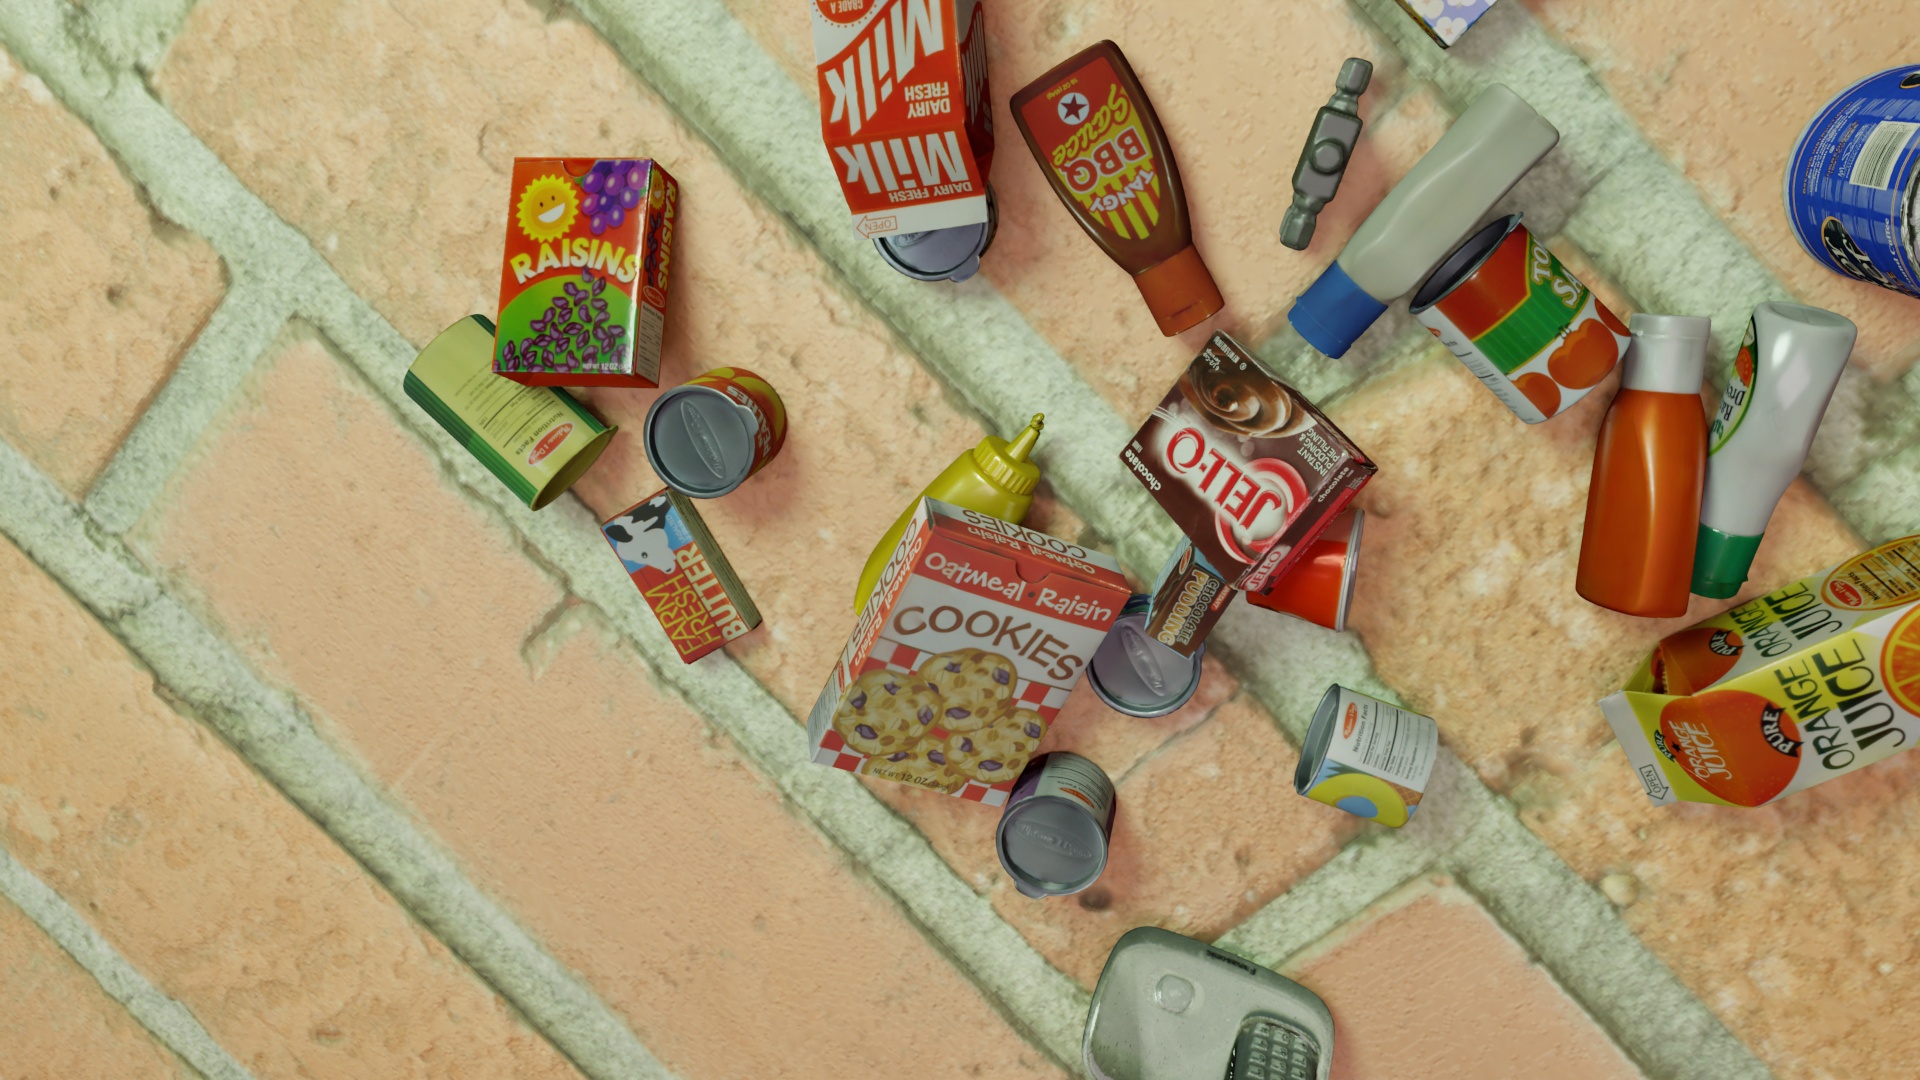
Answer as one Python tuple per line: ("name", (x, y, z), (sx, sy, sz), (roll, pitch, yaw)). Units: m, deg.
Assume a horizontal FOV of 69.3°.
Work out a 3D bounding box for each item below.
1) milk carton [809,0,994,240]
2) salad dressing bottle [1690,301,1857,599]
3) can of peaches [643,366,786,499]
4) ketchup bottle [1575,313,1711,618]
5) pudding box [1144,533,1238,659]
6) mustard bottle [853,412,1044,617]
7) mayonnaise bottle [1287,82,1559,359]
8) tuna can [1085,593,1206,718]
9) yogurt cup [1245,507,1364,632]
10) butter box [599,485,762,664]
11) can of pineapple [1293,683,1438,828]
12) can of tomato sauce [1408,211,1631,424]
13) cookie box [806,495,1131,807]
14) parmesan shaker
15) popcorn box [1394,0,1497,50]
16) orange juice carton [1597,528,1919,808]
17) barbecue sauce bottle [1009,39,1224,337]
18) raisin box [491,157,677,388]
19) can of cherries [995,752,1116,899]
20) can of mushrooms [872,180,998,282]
("milk carton", (-0.029, -0.248, 0.685), (0.072, 0.073, 0.190), (-5, 93, 14))
("salad dressing bottle", (0.392, -0.042, 0.689), (0.044, 0.064, 0.147), (15, 118, 16))
("can of peaches", (-0.138, -0.064, 0.799), (0.071, 0.058, 0.071), (4, 108, 11))
("ketchup bottle", (0.346, -0.039, 0.699), (0.043, 0.065, 0.148), (2, 100, -6))
("pudding box", (0.127, 0.024, 0.755), (0.030, 0.084, 0.049), (32, 112, 1))
("mustard bottle", (0.003, -0.010, 0.790), (0.065, 0.049, 0.159), (35, 111, -9))
("mayonnaise bottle", (0.226, -0.155, 0.688), (0.041, 0.065, 0.147), (38, 116, -6))
("tuna can", (0.108, 0.065, 0.799), (0.071, 0.033, 0.070), (4, 109, 11))
("yogurt cup", (0.186, 0.012, 0.750), (0.054, 0.073, 0.072), (10, 110, 18))
("butter box", (-0.171, 0.021, 0.852), (0.053, 0.024, 0.103), (-27, 100, 18))
("can of pineapple", (0.225, 0.121, 0.775), (0.058, 0.071, 0.070), (19, 111, 6))
("can of tomato sauce", (0.278, -0.110, 0.687), (0.083, 0.071, 0.071), (43, 112, -4))
("cookie box", (0.002, 0.067, 0.779), (0.123, 0.040, 0.166), (18, 118, -21))
("parmesan shaker", (-0.265, -0.078, 0.821), (0.103, 0.071, 0.071), (43, 111, -3))
("popcorn box", (0.218, -0.307, 0.651), (0.126, 0.038, 0.085), (45, 111, -4))
("orange juice carton", (0.433, 0.071, 0.707), (0.192, 0.073, 0.071), (-29, 100, 20))
("barbecue sauce bottle", (0.087, -0.178, 0.720), (0.065, 0.044, 0.148), (-27, 100, 19))
("raisin box", (-0.209, -0.149, 0.774), (0.086, 0.040, 0.123), (3, 83, 13))
("can of cherries", (0.057, 0.170, 0.832), (0.071, 0.058, 0.071), (4, 109, 11))
("can of mushrooms", (-0.013, -0.173, 0.749), (0.071, 0.033, 0.070), (4, 108, 11))
